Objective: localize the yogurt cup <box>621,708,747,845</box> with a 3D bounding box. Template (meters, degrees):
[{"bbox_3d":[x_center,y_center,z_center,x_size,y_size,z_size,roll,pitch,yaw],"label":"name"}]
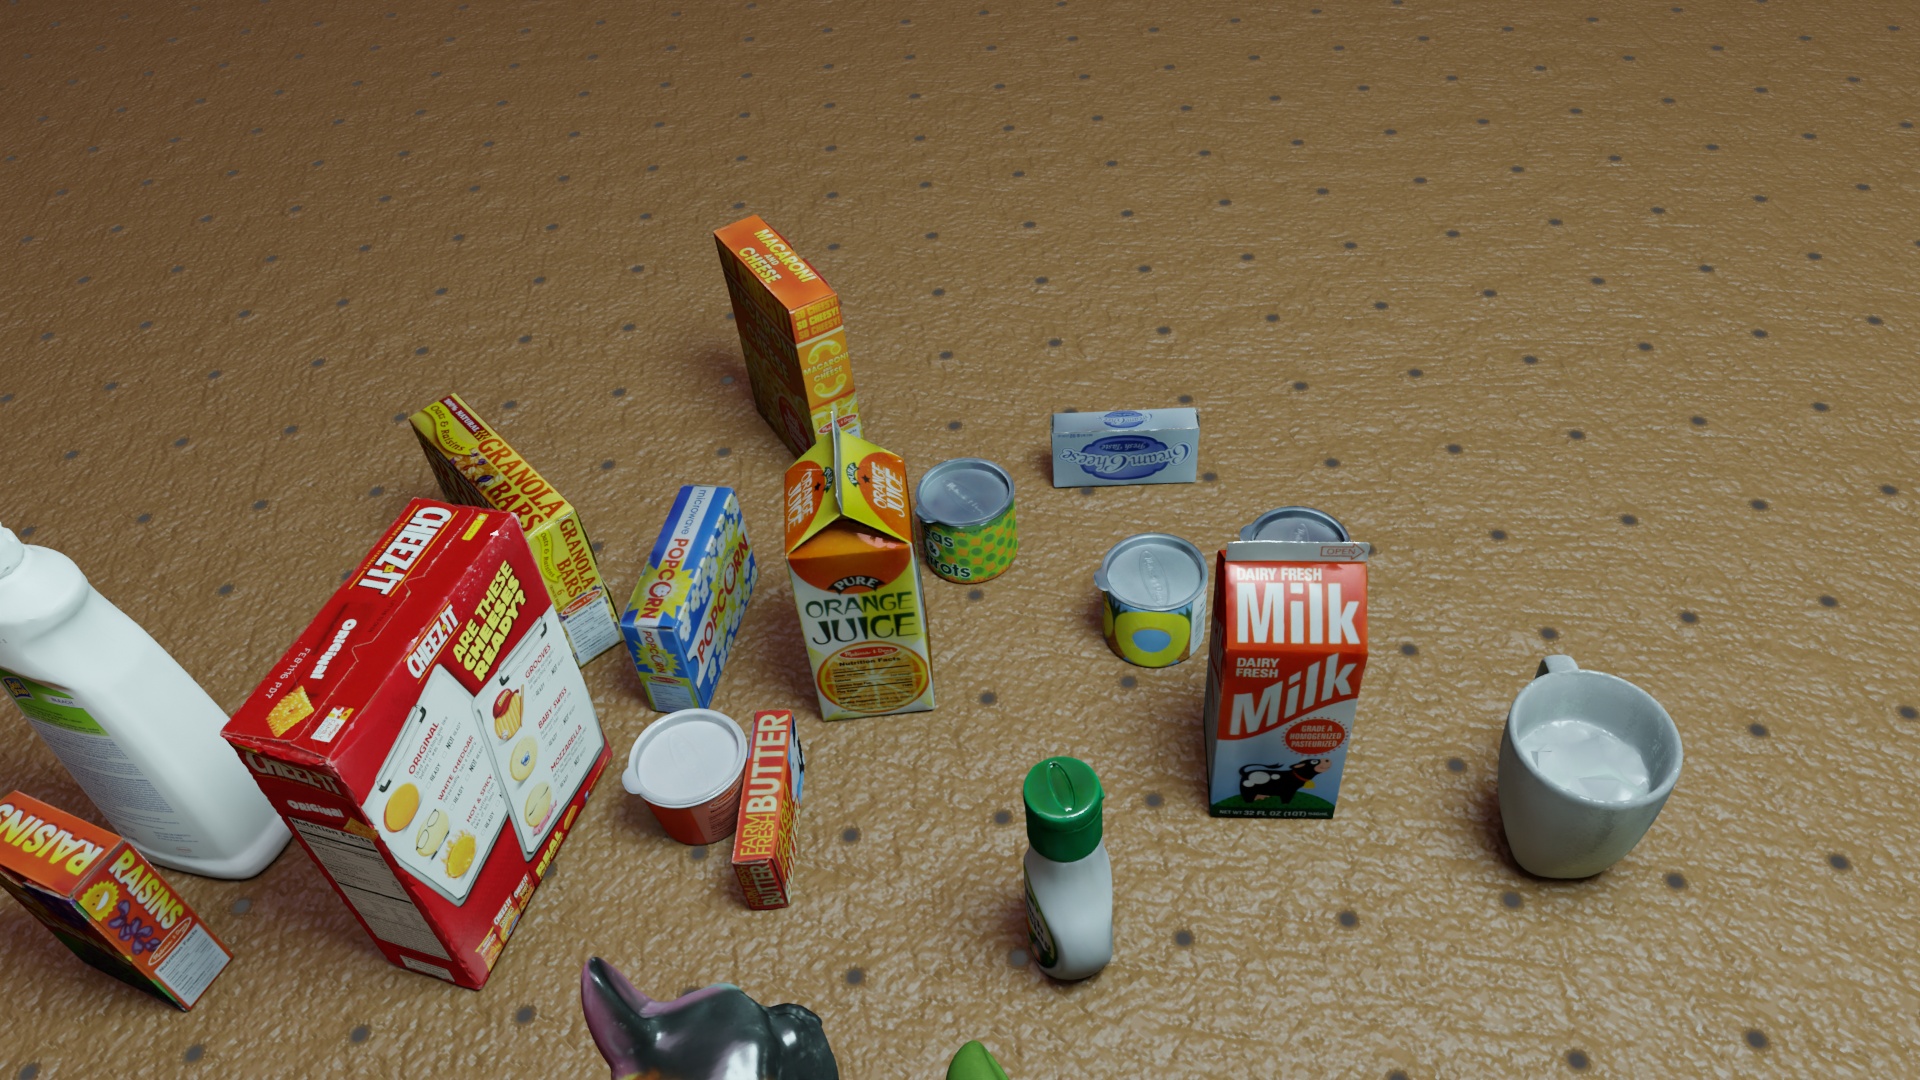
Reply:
[{"bbox_3d":[-0.154,0.140,0.808,0.072,0.053,0.073,-3,45,3],"label":"yogurt cup"}]

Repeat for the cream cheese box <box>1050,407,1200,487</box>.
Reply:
[{"bbox_3d":[0.116,-0.065,0.985,0.104,0.053,0.024,-2,45,4],"label":"cream cheese box"}]

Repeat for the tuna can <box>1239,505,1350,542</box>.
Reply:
[{"bbox_3d":[0.218,0.011,0.912,0.071,0.032,0.071,-3,45,3],"label":"tuna can"}]

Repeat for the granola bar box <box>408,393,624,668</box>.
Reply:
[{"bbox_3d":[-0.294,-0.008,0.923,0.039,0.123,0.166,-34,51,-25],"label":"granola bar box"}]

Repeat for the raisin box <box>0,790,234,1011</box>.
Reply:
[{"bbox_3d":[-0.457,0.193,0.739,0.086,0.122,0.040,15,49,21],"label":"raisin box"}]

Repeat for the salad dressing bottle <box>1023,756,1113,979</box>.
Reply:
[{"bbox_3d":[0.053,0.165,0.694,0.044,0.146,0.064,-13,45,-6],"label":"salad dressing bottle"}]

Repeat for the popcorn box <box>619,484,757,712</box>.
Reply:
[{"bbox_3d":[-0.171,0.037,0.892,0.038,0.084,0.127,4,46,10],"label":"popcorn box"}]

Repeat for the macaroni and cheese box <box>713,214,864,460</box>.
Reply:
[{"bbox_3d":[-0.120,-0.133,0.999,0.040,0.165,0.124,-26,48,-19],"label":"macaroni and cheese box"}]

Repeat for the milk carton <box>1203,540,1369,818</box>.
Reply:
[{"bbox_3d":[0.173,0.067,0.749,0.072,0.189,0.074,0,45,6],"label":"milk carton"}]

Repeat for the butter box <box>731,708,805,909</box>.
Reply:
[{"bbox_3d":[-0.108,0.152,0.791,0.024,0.052,0.104,-3,45,4],"label":"butter box"}]

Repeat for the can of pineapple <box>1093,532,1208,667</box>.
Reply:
[{"bbox_3d":[0.120,0.038,0.878,0.071,0.057,0.071,-3,45,3],"label":"can of pineapple"}]

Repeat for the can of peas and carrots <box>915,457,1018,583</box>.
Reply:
[{"bbox_3d":[0.003,-0.012,0.940,0.071,0.058,0.071,-3,45,3],"label":"can of peas and carrots"}]

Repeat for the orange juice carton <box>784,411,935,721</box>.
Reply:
[{"bbox_3d":[-0.061,0.019,0.822,0.073,0.191,0.072,-7,45,0],"label":"orange juice carton"}]
